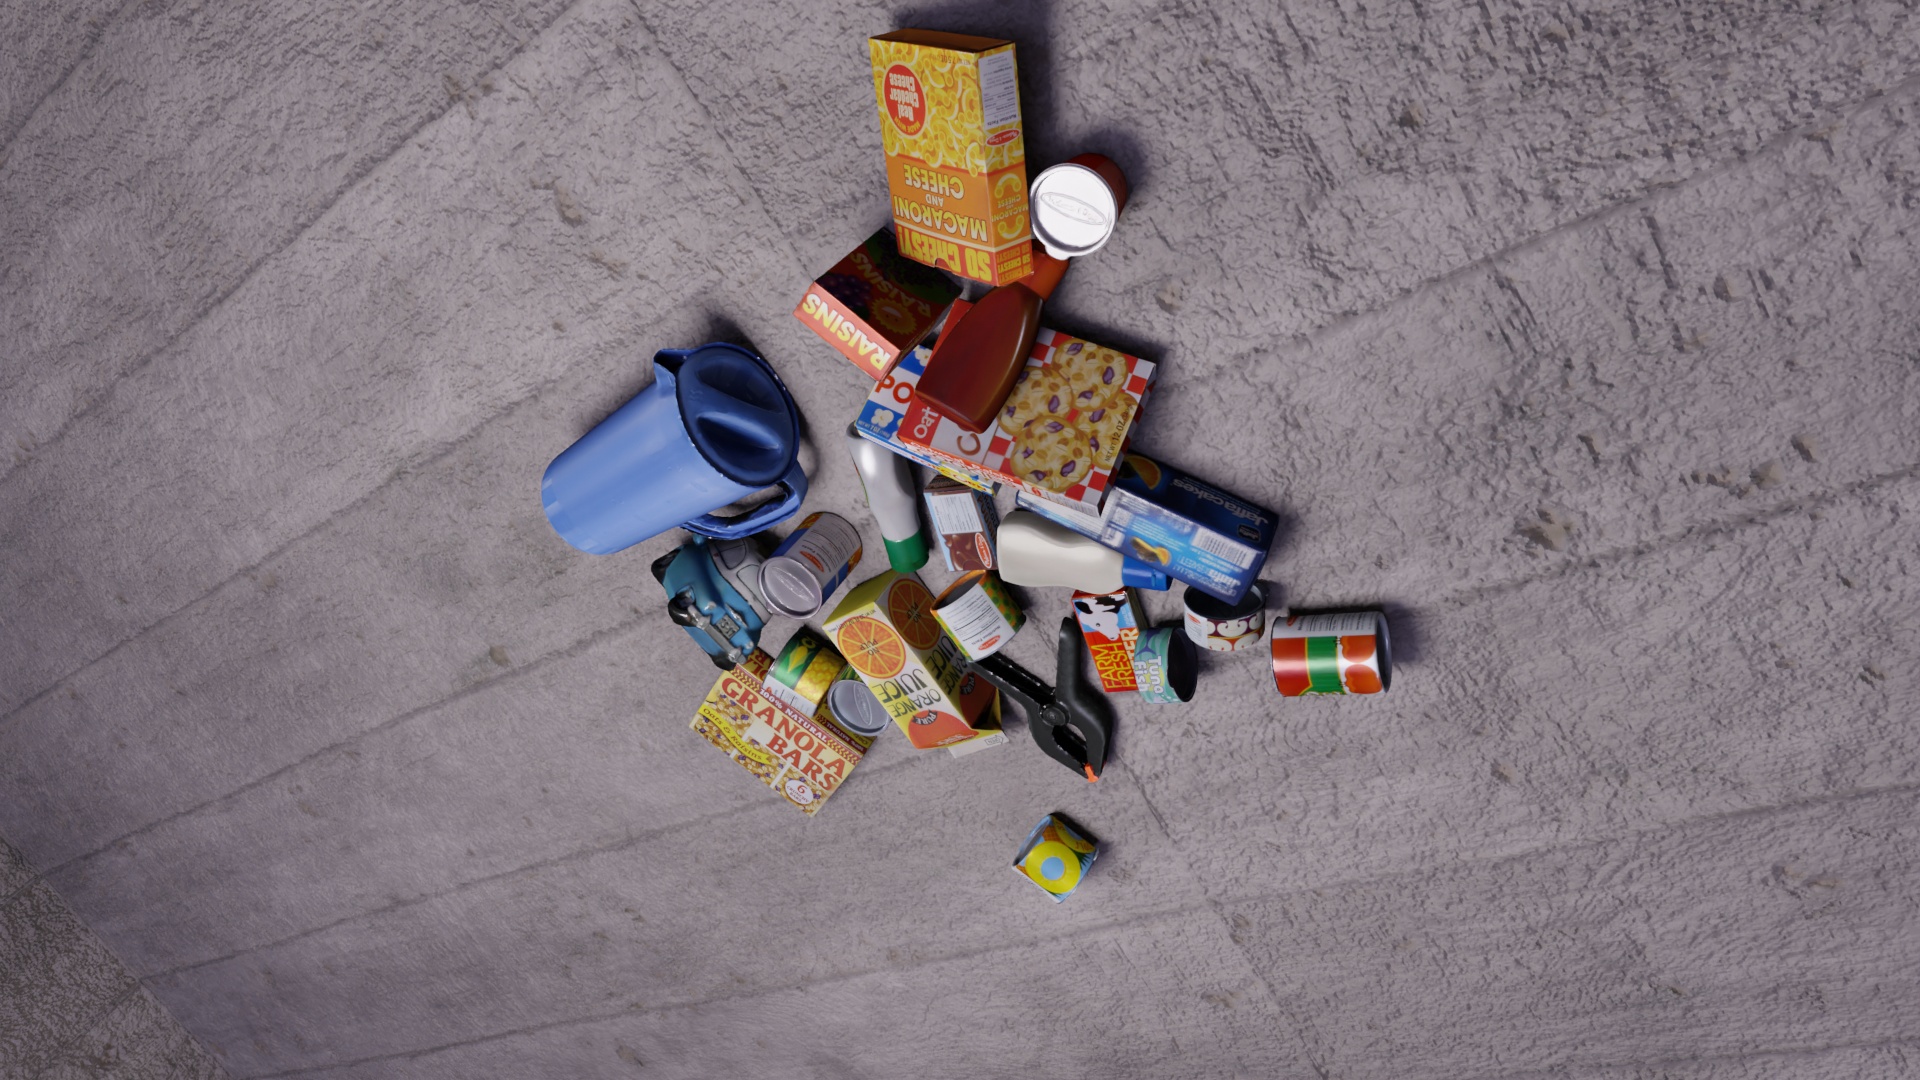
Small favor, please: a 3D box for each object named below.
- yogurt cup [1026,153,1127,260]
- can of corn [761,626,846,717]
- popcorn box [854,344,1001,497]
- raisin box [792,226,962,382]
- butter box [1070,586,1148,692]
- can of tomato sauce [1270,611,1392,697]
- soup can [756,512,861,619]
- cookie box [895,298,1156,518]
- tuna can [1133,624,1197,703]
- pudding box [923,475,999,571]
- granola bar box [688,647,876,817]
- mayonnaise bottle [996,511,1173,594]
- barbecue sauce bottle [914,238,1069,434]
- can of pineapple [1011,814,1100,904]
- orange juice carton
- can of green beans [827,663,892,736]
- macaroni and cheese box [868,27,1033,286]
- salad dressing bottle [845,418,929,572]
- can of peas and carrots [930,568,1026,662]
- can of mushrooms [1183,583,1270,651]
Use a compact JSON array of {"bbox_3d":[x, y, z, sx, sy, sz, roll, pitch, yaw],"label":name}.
[{"bbox_3d":[0.088,-0.247,1.008,0.072,0.054,0.072,12,124,18],"label":"yogurt cup"},{"bbox_3d":[-0.151,0.129,1.356,0.058,0.071,0.070,32,128,3],"label":"can of corn"},{"bbox_3d":[-0.011,-0.101,1.129,0.127,0.085,0.038,25,171,9],"label":"popcorn box"},{"bbox_3d":[-0.062,-0.184,1.075,0.086,0.124,0.040,39,128,-2],"label":"raisin box"},{"bbox_3d":[0.138,0.085,1.215,0.053,0.024,0.103,-9,116,29],"label":"butter box"},{"bbox_3d":[0.299,0.093,1.117,0.083,0.071,0.071,-5,118,27],"label":"can of tomato sauce"},{"bbox_3d":[-0.138,0.024,1.269,0.071,0.084,0.071,12,125,19],"label":"soup can"},{"bbox_3d":[0.052,-0.104,1.079,0.167,0.123,0.040,21,171,13],"label":"cookie box"},{"bbox_3d":[0.174,0.107,1.182,0.033,0.071,0.071,-8,116,30],"label":"tuna can"},{"bbox_3d":[0.004,-0.015,1.211,0.049,0.030,0.083,-5,118,27],"label":"pudding box"},{"bbox_3d":[-0.185,0.197,1.431,0.165,0.039,0.123,37,128,0],"label":"granola bar box"},{"bbox_3d":[0.106,0.015,1.176,0.148,0.041,0.064,9,125,19],"label":"mayonnaise bottle"},{"bbox_3d":[0.029,-0.157,1.047,0.065,0.043,0.148,30,85,20],"label":"barbecue sauce bottle"},{"bbox_3d":[0.092,0.309,1.354,0.058,0.071,0.070,37,129,0],"label":"can of pineapple"},{"bbox_3d":[-0.034,0.123,1.290,0.071,0.073,0.192,-26,107,35],"label":"orange juice carton"},{"bbox_3d":[-0.086,0.145,1.338,0.071,0.058,0.071,12,124,18],"label":"can of green beans"},{"bbox_3d":[-0.007,-0.279,1.009,0.124,0.040,0.165,28,135,45],"label":"macaroni and cheese box"},{"bbox_3d":[-0.061,-0.039,1.210,0.044,0.064,0.147,-11,125,6],"label":"salad dressing bottle"},{"bbox_3d":[0.015,0.064,1.236,0.070,0.071,0.058,-28,105,36],"label":"can of peas and carrots"},{"bbox_3d":[0.218,0.059,1.135,0.071,0.071,0.033,7,122,22],"label":"can of mushrooms"}]
